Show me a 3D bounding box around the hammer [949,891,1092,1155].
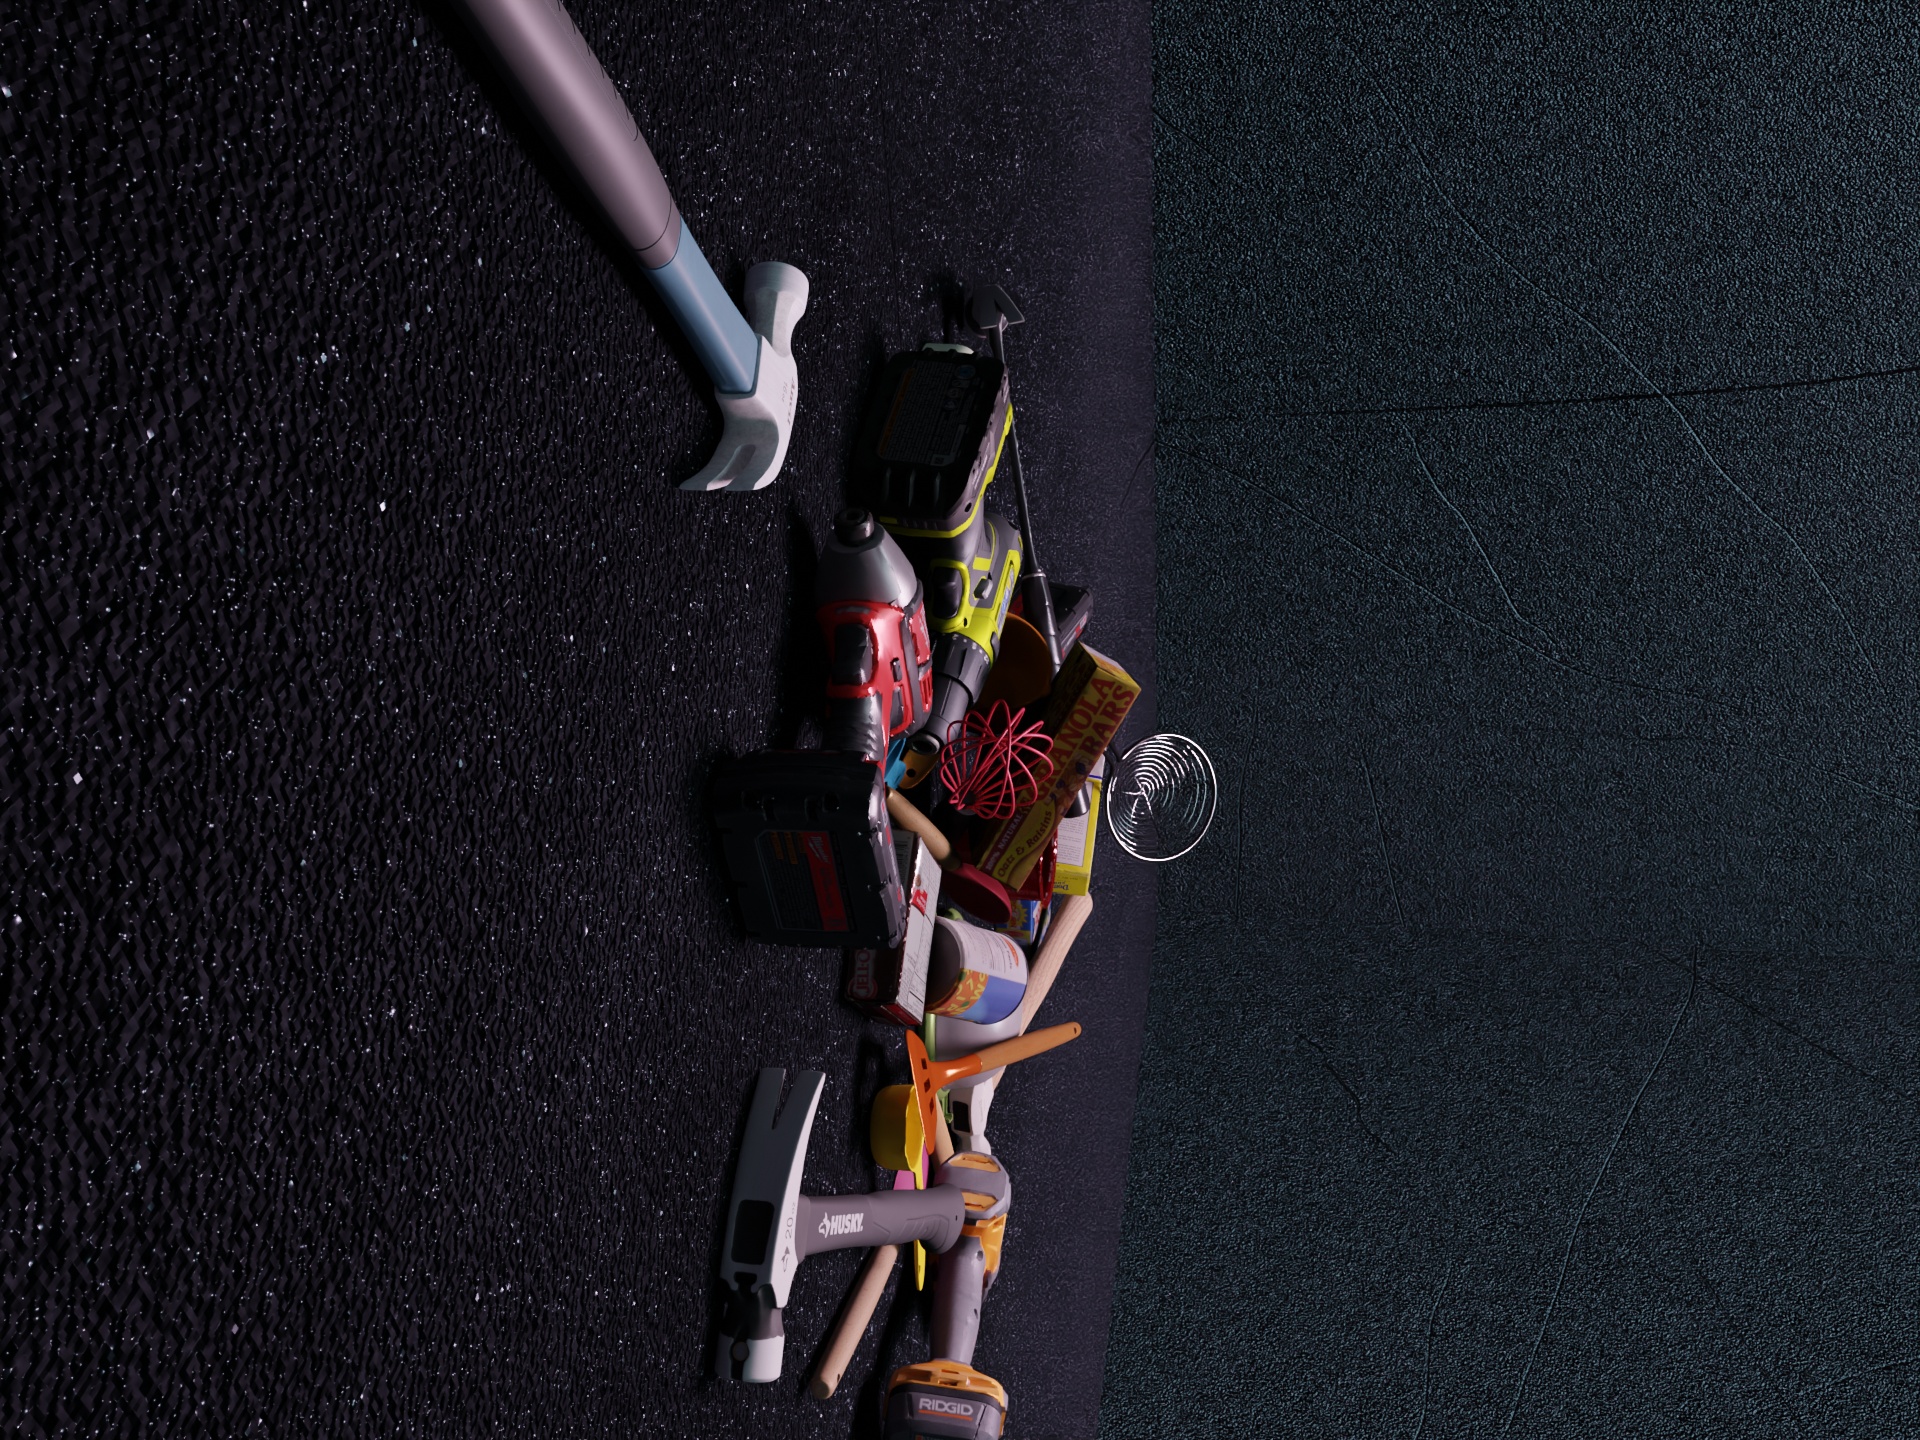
[{"bbox_3d":[0.060,0.255,1.464,0.331,0.031,0.130,-53,144,-54],"label":"hammer"}]

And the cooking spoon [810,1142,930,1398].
[{"bbox_3d":[-0.053,0.366,1.073,0.319,0.017,0.068,-37,129,-77],"label":"cooking spoon"}]

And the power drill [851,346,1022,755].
[{"bbox_3d":[-0.011,-0.106,1.037,0.228,0.080,0.191,81,20,-53],"label":"power drill"}]

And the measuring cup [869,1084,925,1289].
[{"bbox_3d":[-0.041,0.321,1.085,0.062,0.029,0.156,-59,148,-70],"label":"measuring cup"}]

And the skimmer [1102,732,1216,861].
[{"bbox_3d":[0.156,0.035,1.426,0.127,0.090,0.363,-59,156,-7],"label":"skimmer"}]

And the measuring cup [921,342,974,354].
[{"bbox_3d":[0.001,-0.203,1.165,0.167,0.038,0.083,74,21,-52],"label":"measuring cup"}]

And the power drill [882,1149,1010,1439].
[{"bbox_3d":[-0.007,0.463,1.176,0.226,0.084,0.185,-80,177,-53],"label":"power drill"}]

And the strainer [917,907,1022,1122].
[{"bbox_3d":[0.009,0.193,1.217,0.256,0.069,0.152,81,16,-51],"label":"strainer"}]

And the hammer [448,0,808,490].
[{"bbox_3d":[-0.116,-0.187,0.582,0.330,0.033,0.128,57,36,-71],"label":"hammer"}]

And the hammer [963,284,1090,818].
[{"bbox_3d":[0.055,-0.124,1.211,0.149,0.036,0.409,-105,-175,-80],"label":"hammer"}]

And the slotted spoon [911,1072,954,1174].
[{"bbox_3d":[-0.009,0.371,1.284,0.070,0.031,0.313,-84,168,-45],"label":"slotted spoon"}]

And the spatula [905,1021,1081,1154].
[{"bbox_3d":[0.028,0.248,1.164,0.322,0.041,0.081,4,73,-63],"label":"spatula"}]

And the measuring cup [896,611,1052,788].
[{"bbox_3d":[-0.002,-0.004,1.149,0.174,0.095,0.052,-54,173,-31],"label":"measuring cup"}]

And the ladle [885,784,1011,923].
[{"bbox_3d":[-0.014,0.093,1.110,0.031,0.069,0.315,-61,160,-10],"label":"ladle"}]

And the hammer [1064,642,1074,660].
[{"bbox_3d":[0.079,-0.049,1.622,0.337,0.034,0.127,4,90,-79],"label":"hammer"}]

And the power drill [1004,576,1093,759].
[{"bbox_3d":[0.052,0.009,1.377,0.188,0.080,0.226,-53,148,-53],"label":"power drill"}]

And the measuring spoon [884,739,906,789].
[{"bbox_3d":[-0.051,0.029,1.022,0.042,0.021,0.128,-60,174,-6],"label":"measuring spoon"}]

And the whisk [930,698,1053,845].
[{"bbox_3d":[0.008,0.048,1.072,0.295,0.073,0.073,121,-24,-73],"label":"whisk"}]

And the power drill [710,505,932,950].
[{"bbox_3d":[-0.059,-0.002,0.819,0.220,0.078,0.143,-80,167,-47],"label":"power drill"}]

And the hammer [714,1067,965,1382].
[{"bbox_3d":[-0.055,0.284,0.922,0.334,0.035,0.146,43,50,-68],"label":"hammer"}]
